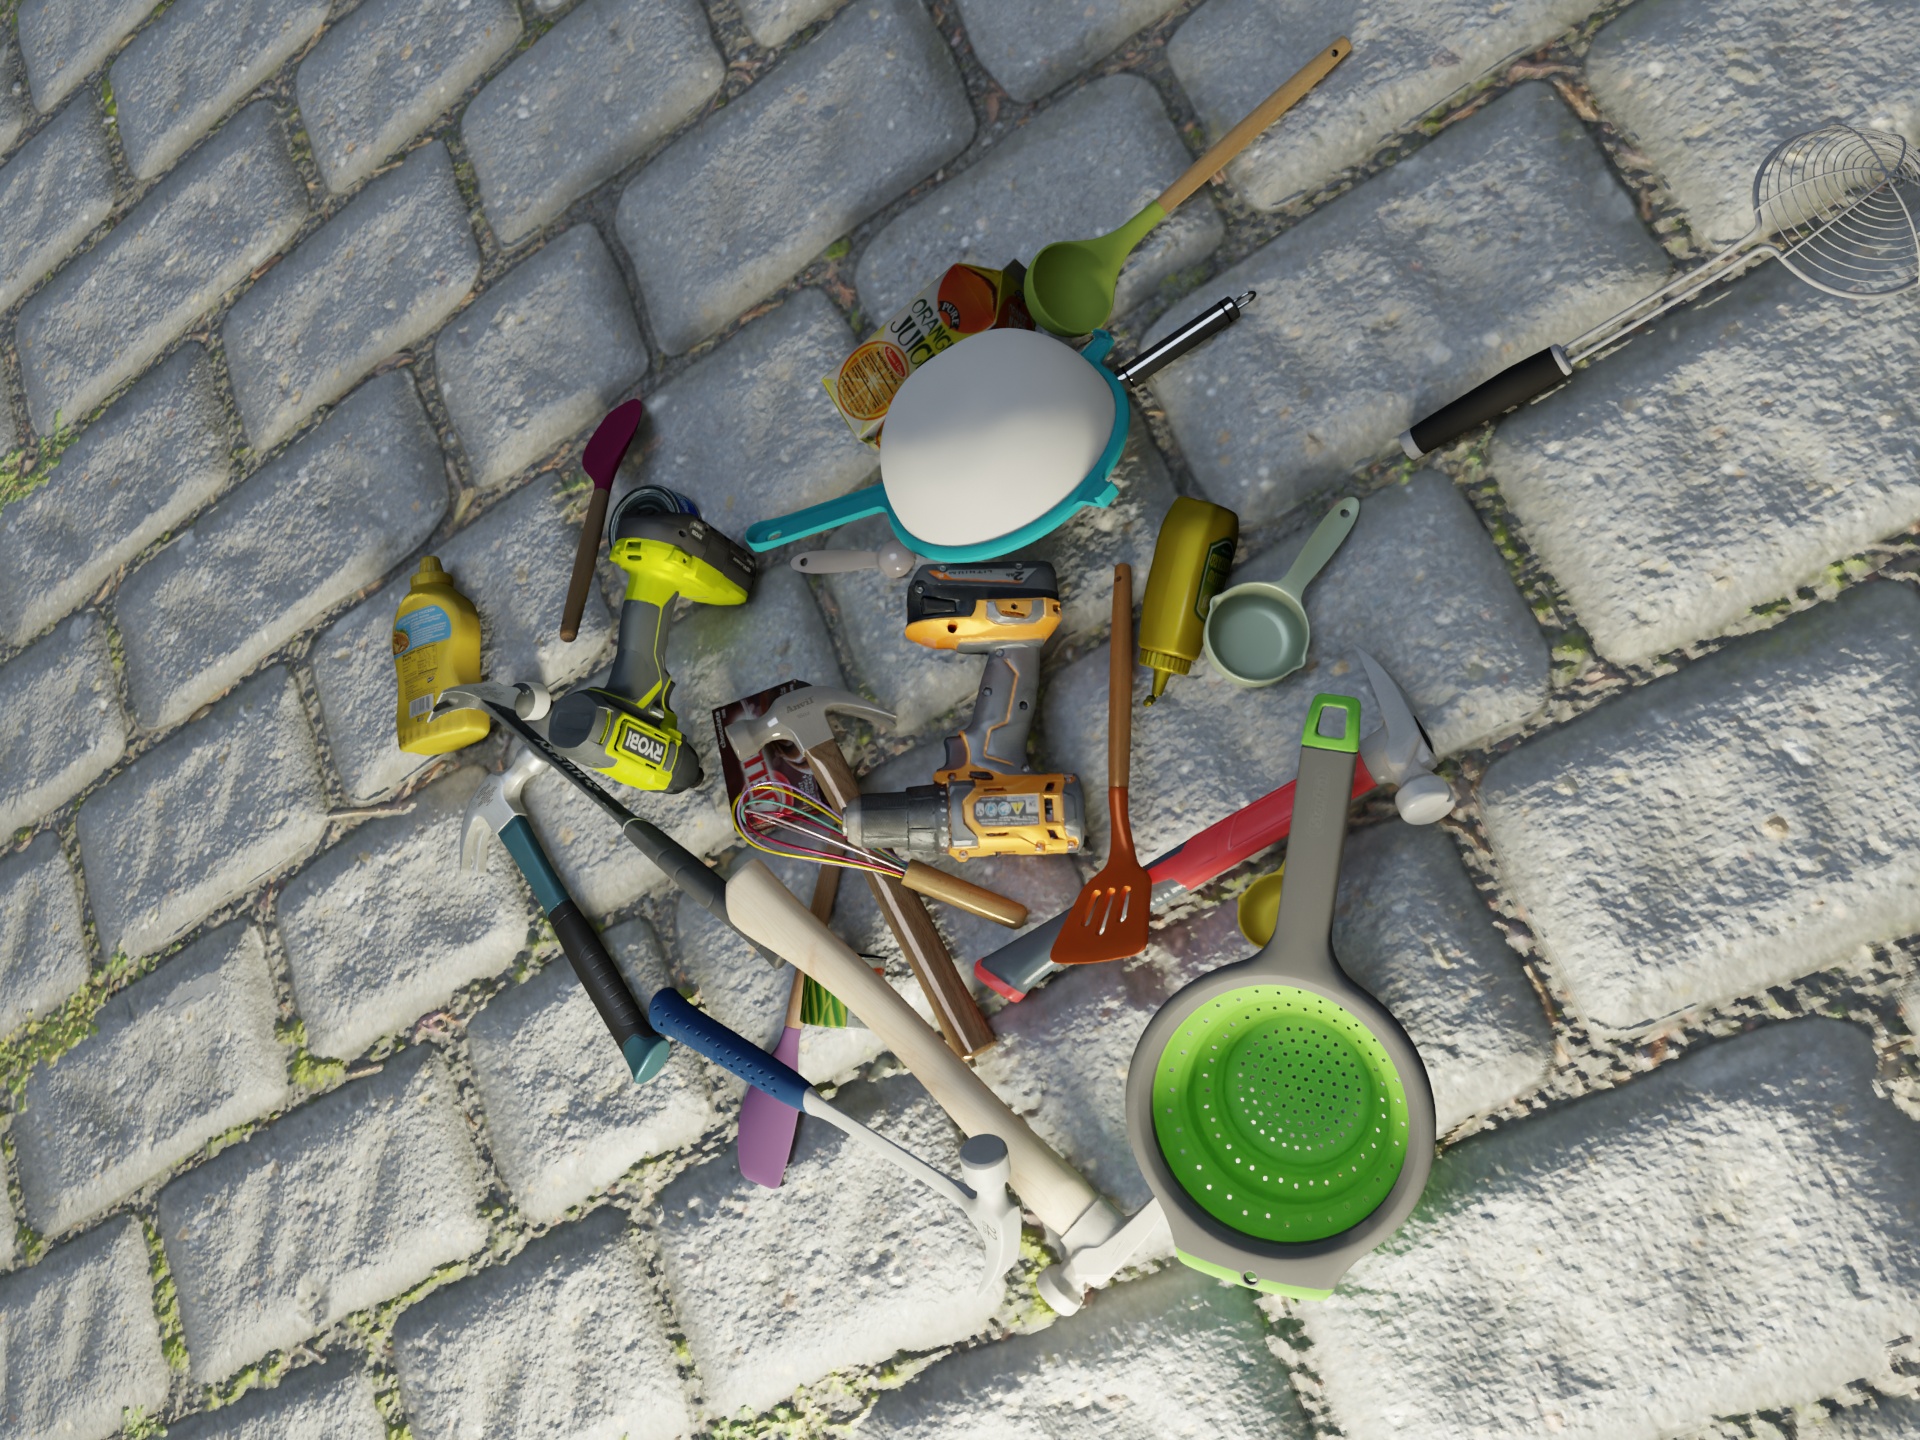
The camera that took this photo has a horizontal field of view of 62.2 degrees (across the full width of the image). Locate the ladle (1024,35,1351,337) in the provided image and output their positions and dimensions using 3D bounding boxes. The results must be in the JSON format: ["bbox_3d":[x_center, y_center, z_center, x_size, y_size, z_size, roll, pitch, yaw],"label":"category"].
[{"bbox_3d":[0.181,-0.425,1.259,0.320,0.062,0.078,-40,104,12],"label":"ladle"}]

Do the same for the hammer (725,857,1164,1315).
[{"bbox_3d":[-0.018,0.248,1.202,0.411,0.038,0.146,43,100,12],"label":"hammer"}]

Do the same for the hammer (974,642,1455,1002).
[{"bbox_3d":[0.166,0.093,1.175,0.386,0.038,0.143,-33,48,23],"label":"hammer"}]

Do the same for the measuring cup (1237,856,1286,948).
[{"bbox_3d":[0.252,0.097,1.151,0.062,0.029,0.156,17,77,42],"label":"measuring cup"}]

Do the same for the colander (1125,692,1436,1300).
[{"bbox_3d":[0.234,0.180,1.083,0.204,0.094,0.397,9,93,22],"label":"colander"}]

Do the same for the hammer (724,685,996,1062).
[{"bbox_3d":[-0.060,0.118,1.278,0.130,0.031,0.331,-26,75,-12],"label":"hammer"}]

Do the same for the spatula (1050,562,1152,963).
[{"bbox_3d":[0.115,0.026,1.191,0.081,0.041,0.323,-12,64,35],"label":"spatula"}]

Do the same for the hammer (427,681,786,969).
[{"bbox_3d":[-0.293,0.082,1.373,0.409,0.149,0.036,36,104,22],"label":"hammer"}]

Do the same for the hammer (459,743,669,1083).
[{"bbox_3d":[-0.354,0.180,1.435,0.128,0.033,0.331,-43,65,13],"label":"hammer"}]

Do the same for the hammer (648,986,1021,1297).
[{"bbox_3d":[-0.108,0.305,1.237,0.406,0.035,0.144,20,130,41],"label":"hammer"}]

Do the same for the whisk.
[{"bbox_3d":[-0.064,0.113,1.241,0.245,0.047,0.051,22,125,-1],"label":"whisk"}]

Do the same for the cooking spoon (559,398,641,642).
[{"bbox_3d":[-0.323,-0.184,1.414,0.069,0.017,0.319,-24,42,23],"label":"cooking spoon"}]

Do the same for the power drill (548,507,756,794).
[{"bbox_3d":[-0.255,-0.053,1.360,0.080,0.171,0.223,6,76,29],"label":"power drill"}]

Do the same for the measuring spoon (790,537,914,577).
[{"bbox_3d":[-0.097,-0.139,1.369,0.124,0.018,0.034,0,81,28],"label":"measuring spoon"}]

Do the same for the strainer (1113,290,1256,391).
[{"bbox_3d":[0.125,-0.265,1.267,0.258,0.050,0.087,-32,29,13],"label":"strainer"}]

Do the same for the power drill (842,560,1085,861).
[{"bbox_3d":[-0.002,-0.004,1.231,0.185,0.084,0.226,-2,80,-3],"label":"power drill"}]

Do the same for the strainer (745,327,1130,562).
[{"bbox_3d":[-0.041,-0.214,1.241,0.340,0.095,0.211,-16,48,22],"label":"strainer"}]

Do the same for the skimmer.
[{"bbox_3d":[0.479,-0.275,1.096,0.363,0.090,0.127,-30,72,30],"label":"skimmer"}]

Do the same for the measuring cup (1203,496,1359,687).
[{"bbox_3d":[0.244,-0.097,1.182,0.083,0.038,0.167,36,80,7],"label":"measuring cup"}]

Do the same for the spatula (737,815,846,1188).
[{"bbox_3d":[-0.135,0.229,1.324,0.060,0.018,0.316,12,88,34],"label":"spatula"}]
